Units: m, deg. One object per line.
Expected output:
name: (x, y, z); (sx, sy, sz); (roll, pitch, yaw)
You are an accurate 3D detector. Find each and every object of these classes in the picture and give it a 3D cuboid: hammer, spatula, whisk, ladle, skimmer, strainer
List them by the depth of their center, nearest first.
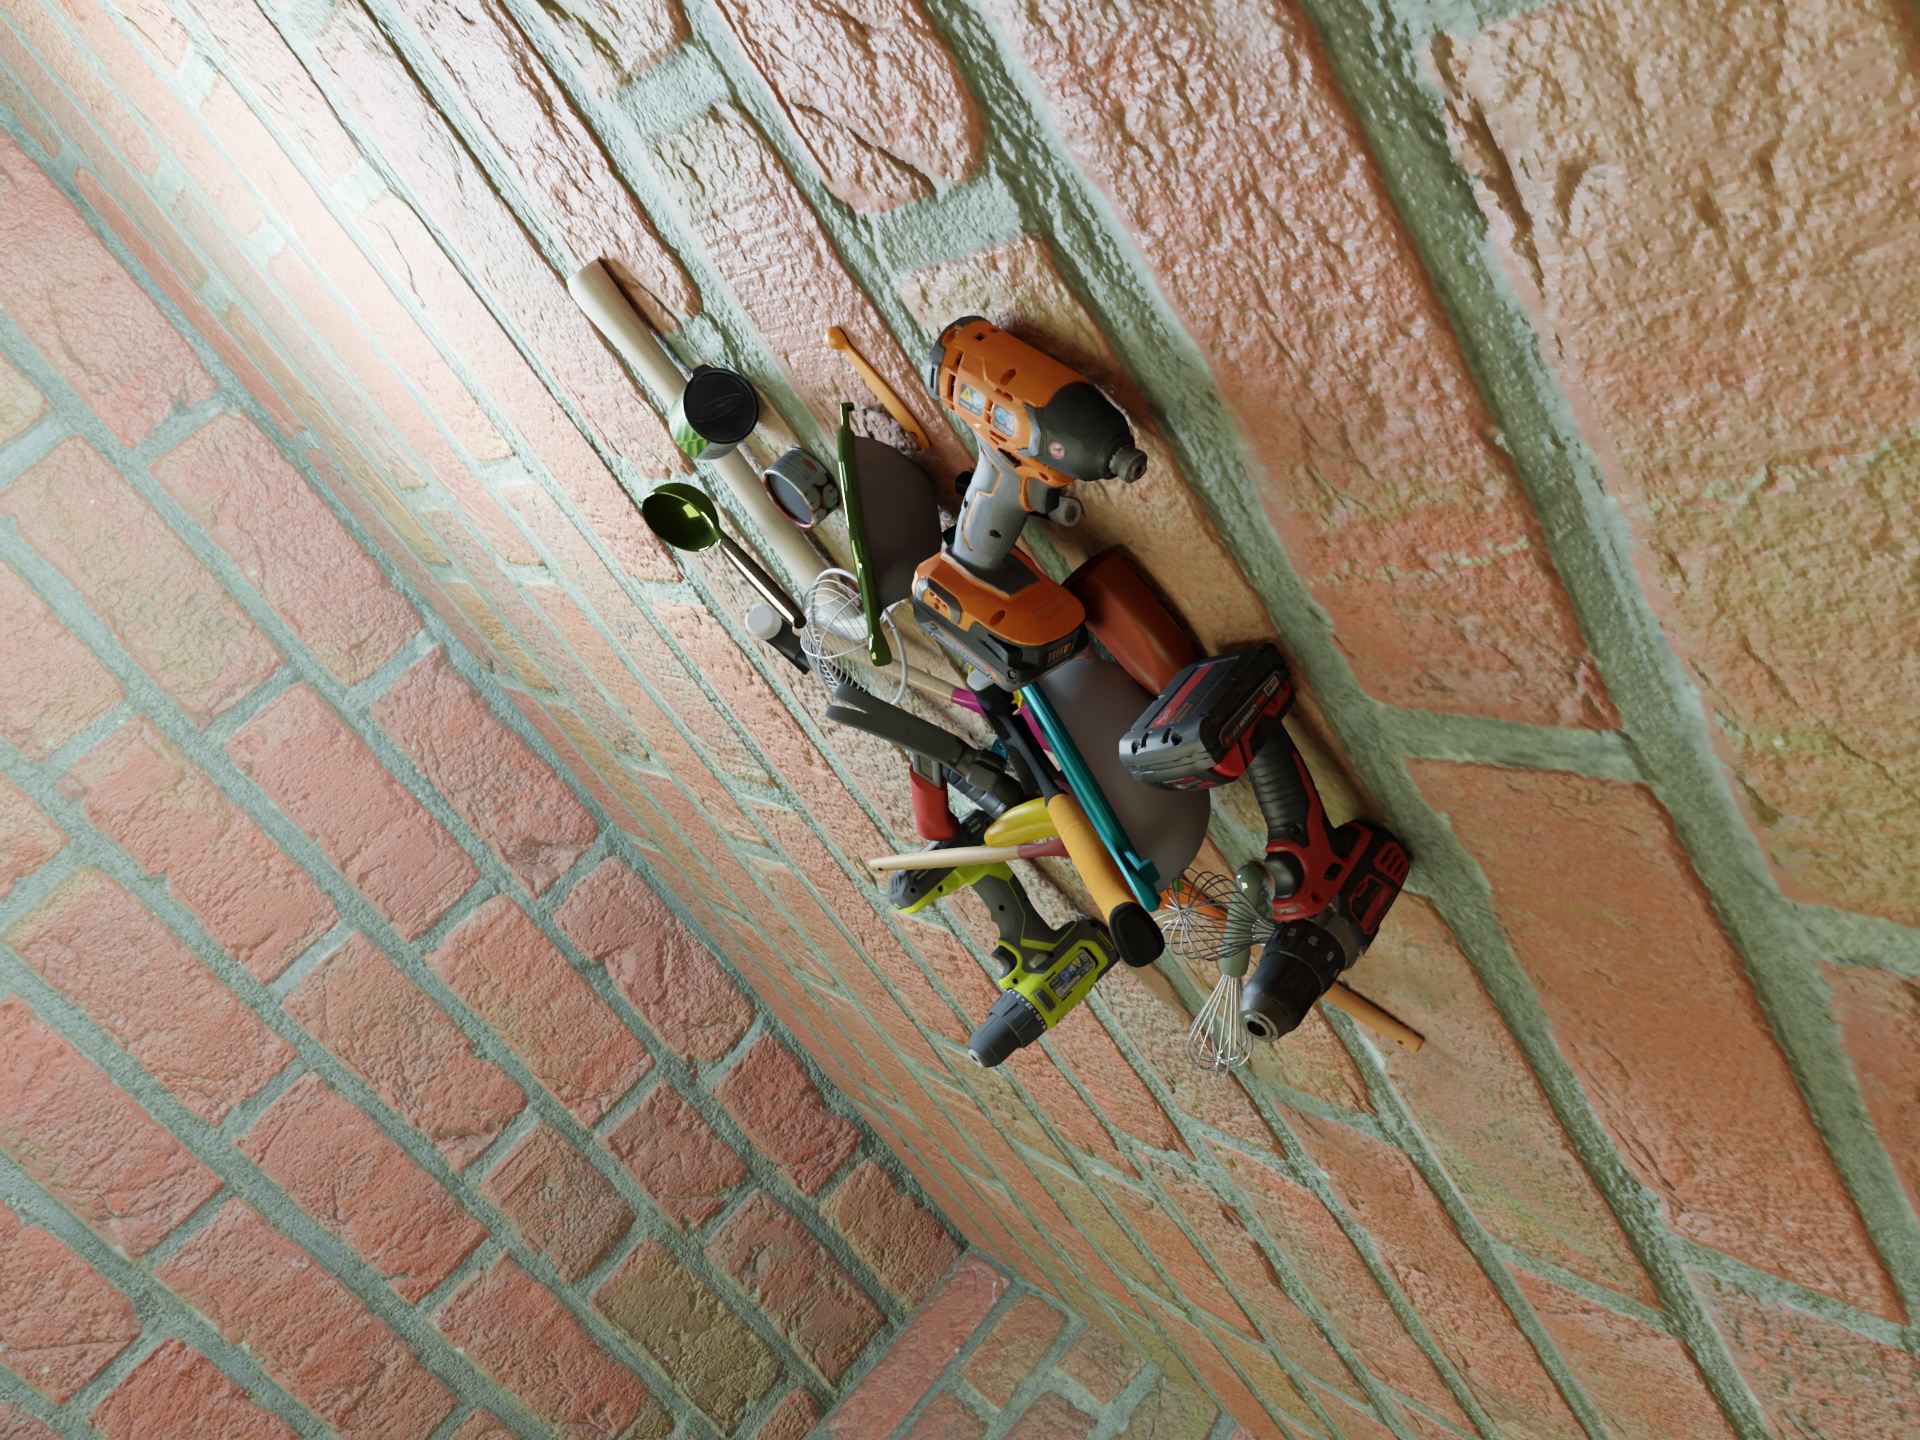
hammer: (0.081, 0.078, 1.177); (0.127, 0.034, 0.337); (61, -179, -31)
strainer: (-0.045, -0.124, 1.186); (0.257, 0.069, 0.151); (-100, 1, -52)
whisk: (0.224, 0.158, 1.208); (0.070, 0.070, 0.284); (31, -174, 33)
strainer: (0.100, -0.023, 1.217); (0.340, 0.095, 0.211); (62, -179, 14)
whisk: (0.236, 0.220, 1.377); (0.059, 0.058, 0.246); (3, 126, 1)
spatula: (0.254, 0.202, 1.392); (0.323, 0.041, 0.081); (31, 144, 29)
skimmer: (-0.002, -0.005, 1.418); (0.363, 0.090, 0.127); (35, 163, -35)
hammer: (-0.037, 0.054, 1.431); (0.149, 0.037, 0.359); (24, 167, 6)
ladle: (-0.213, -0.143, 1.440); (0.320, 0.062, 0.078); (44, 170, 52)
hammer: (-0.208, -0.239, 1.444); (0.410, 0.038, 0.146); (53, 156, -19)
ladle: (0.038, 0.129, 1.529); (0.315, 0.031, 0.069); (-8, 132, 35)
hammer: (-0.065, 0.003, 1.565); (0.335, 0.035, 0.146); (37, 178, 16)

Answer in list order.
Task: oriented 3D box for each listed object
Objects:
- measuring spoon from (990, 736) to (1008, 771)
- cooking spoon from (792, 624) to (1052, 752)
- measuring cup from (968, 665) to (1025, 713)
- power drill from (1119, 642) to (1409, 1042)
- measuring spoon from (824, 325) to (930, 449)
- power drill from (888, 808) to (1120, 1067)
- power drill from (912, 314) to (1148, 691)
measuring spoon: (0.040, 0.051, 1.554); (0.042, 0.021, 0.128); (42, 150, 22)
cooking spoon: (-0.026, -0.032, 1.458); (0.319, 0.017, 0.068); (24, 153, 25)
measuring cup: (0.072, -0.034, 1.329); (0.156, 0.029, 0.062); (1, 125, 45)
power drill: (0.203, 0.083, 1.072); (0.080, 0.188, 0.226); (-15, 116, 51)
measuring spoon: (-0.063, -0.247, 1.193); (0.117, 0.011, 0.021); (49, 159, -11)
power drill: (0.032, 0.226, 1.651); (0.228, 0.190, 0.080); (50, 160, -2)
power drill: (0.044, -0.133, 1.047); (0.164, 0.084, 0.226); (37, 140, 30)
